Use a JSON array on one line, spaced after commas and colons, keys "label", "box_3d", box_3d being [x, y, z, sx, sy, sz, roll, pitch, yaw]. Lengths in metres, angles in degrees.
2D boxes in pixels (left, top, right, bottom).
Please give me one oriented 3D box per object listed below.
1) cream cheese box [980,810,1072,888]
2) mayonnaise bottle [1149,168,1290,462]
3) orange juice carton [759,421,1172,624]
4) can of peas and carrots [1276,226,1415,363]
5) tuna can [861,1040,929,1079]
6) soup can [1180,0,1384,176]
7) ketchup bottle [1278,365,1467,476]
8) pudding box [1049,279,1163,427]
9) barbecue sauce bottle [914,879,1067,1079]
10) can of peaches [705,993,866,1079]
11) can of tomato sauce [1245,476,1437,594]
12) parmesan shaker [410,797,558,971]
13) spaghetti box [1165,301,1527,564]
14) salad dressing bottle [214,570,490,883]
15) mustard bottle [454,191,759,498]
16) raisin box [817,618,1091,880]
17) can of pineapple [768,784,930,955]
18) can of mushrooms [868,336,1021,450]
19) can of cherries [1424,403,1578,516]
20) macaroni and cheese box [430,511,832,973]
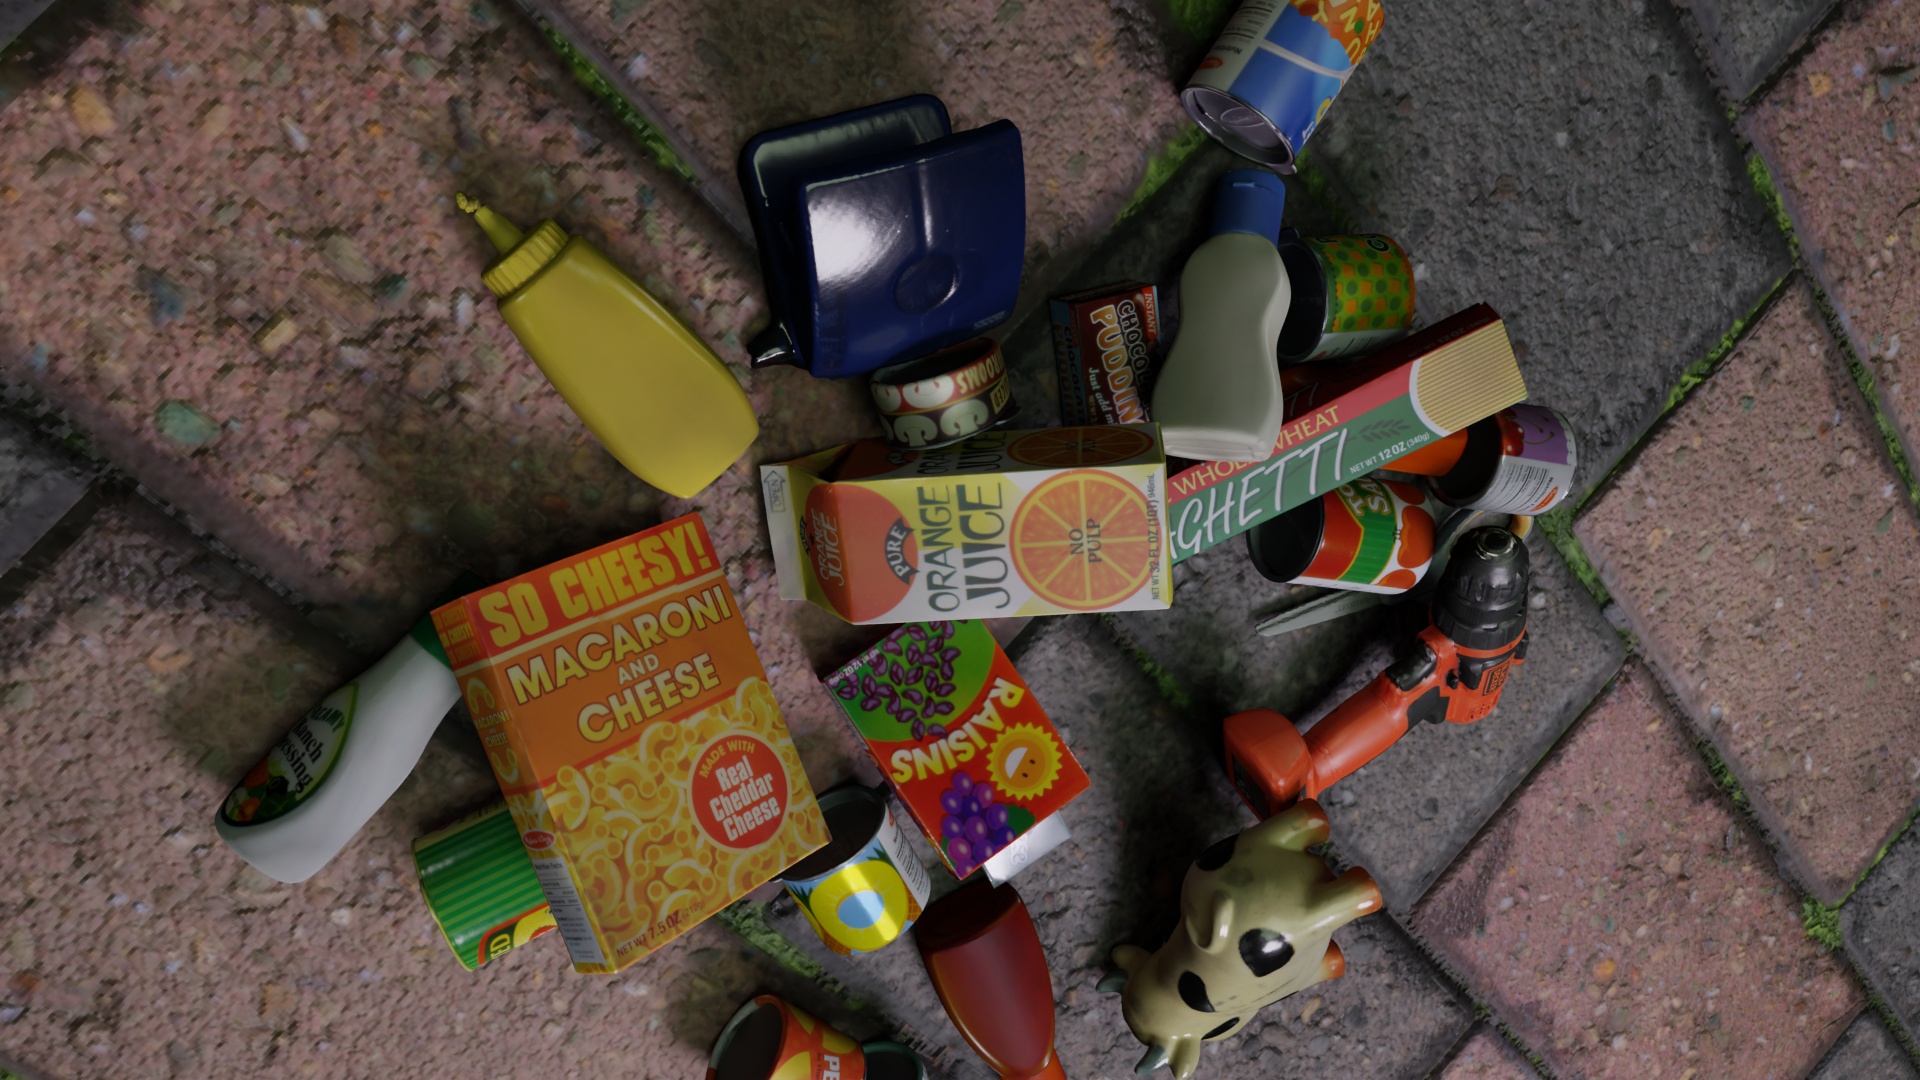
[{"label": "cream cheese box", "box_3d": [0.017, 0.136, 0.762, 0.053, 0.024, 0.103, -33, 115, -12]}, {"label": "mayonnaise bottle", "box_3d": [0.137, -0.115, 0.703, 0.041, 0.065, 0.148, 44, 55, -63]}, {"label": "orange juice carton", "box_3d": [0.002, -0.008, 0.664, 0.193, 0.073, 0.071, -3, 109, 6]}, {"label": "can of peas and carrots", "box_3d": [0.198, -0.132, 0.739, 0.059, 0.071, 0.070, -7, 108, -22]}, {"label": "tuna can", "box_3d": [-0.044, 0.309, 0.761, 0.071, 0.071, 0.032, -24, 113, -16]}, {"label": "soup can", "box_3d": [0.162, -0.237, 0.692, 0.071, 0.071, 0.084, 34, 90, -28]}, {"label": "ketchup bottle", "box_3d": [0.200, -0.070, 0.762, 0.149, 0.065, 0.043, 5, 131, -16]}, {"label": "pudding box", "box_3d": [0.078, -0.089, 0.720, 0.050, 0.030, 0.083, -16, 111, -20]}, {"label": "barbecue sauce bottle", "box_3d": [0.025, 0.268, 0.794, 0.065, 0.044, 0.148, -26, 114, -14]}, {"label": "can of peaches", "box_3d": [-0.092, 0.282, 0.731, 0.058, 0.071, 0.071, 40, 88, -27]}, {"label": "can of tomato sauce", "box_3d": [0.215, -0.007, 0.782, 0.083, 0.071, 0.071, 7, 103, -26]}, {"label": "parmesan shaker", "box_3d": [-0.192, 0.146, 0.647, 0.103, 0.071, 0.071, -24, 114, -15]}, {"label": "spaghetti box", "box_3d": [0.167, -0.044, 0.723, 0.250, 0.029, 0.050, -26, 115, 9]}, {"label": "salad dressing bottle", "box_3d": [-0.255, 0.079, 0.609, 0.148, 0.064, 0.044, -49, 131, -13]}, {"label": "mustard bottle", "box_3d": [-0.158, -0.091, 0.605, 0.065, 0.049, 0.160, -43, 116, -7]}, {"label": "raisin box", "box_3d": [-0.004, 0.097, 0.709, 0.086, 0.040, 0.123, -35, 92, -12]}, {"label": "can of pineapple", "box_3d": [-0.058, 0.171, 0.716, 0.071, 0.071, 0.057, -33, 116, -11]}, {"label": "can of mushrooms", "box_3d": [-0.007, -0.071, 0.665, 0.071, 0.071, 0.033, -23, 112, -16]}, {"label": "can of cherries", "box_3d": [0.314, -0.051, 0.816, 0.058, 0.071, 0.071, 4, 104, -24]}, {"label": "macaroni and cheese box", "box_3d": [-0.142, 0.085, 0.614, 0.124, 0.040, 0.166, -24, 93, -44]}]
